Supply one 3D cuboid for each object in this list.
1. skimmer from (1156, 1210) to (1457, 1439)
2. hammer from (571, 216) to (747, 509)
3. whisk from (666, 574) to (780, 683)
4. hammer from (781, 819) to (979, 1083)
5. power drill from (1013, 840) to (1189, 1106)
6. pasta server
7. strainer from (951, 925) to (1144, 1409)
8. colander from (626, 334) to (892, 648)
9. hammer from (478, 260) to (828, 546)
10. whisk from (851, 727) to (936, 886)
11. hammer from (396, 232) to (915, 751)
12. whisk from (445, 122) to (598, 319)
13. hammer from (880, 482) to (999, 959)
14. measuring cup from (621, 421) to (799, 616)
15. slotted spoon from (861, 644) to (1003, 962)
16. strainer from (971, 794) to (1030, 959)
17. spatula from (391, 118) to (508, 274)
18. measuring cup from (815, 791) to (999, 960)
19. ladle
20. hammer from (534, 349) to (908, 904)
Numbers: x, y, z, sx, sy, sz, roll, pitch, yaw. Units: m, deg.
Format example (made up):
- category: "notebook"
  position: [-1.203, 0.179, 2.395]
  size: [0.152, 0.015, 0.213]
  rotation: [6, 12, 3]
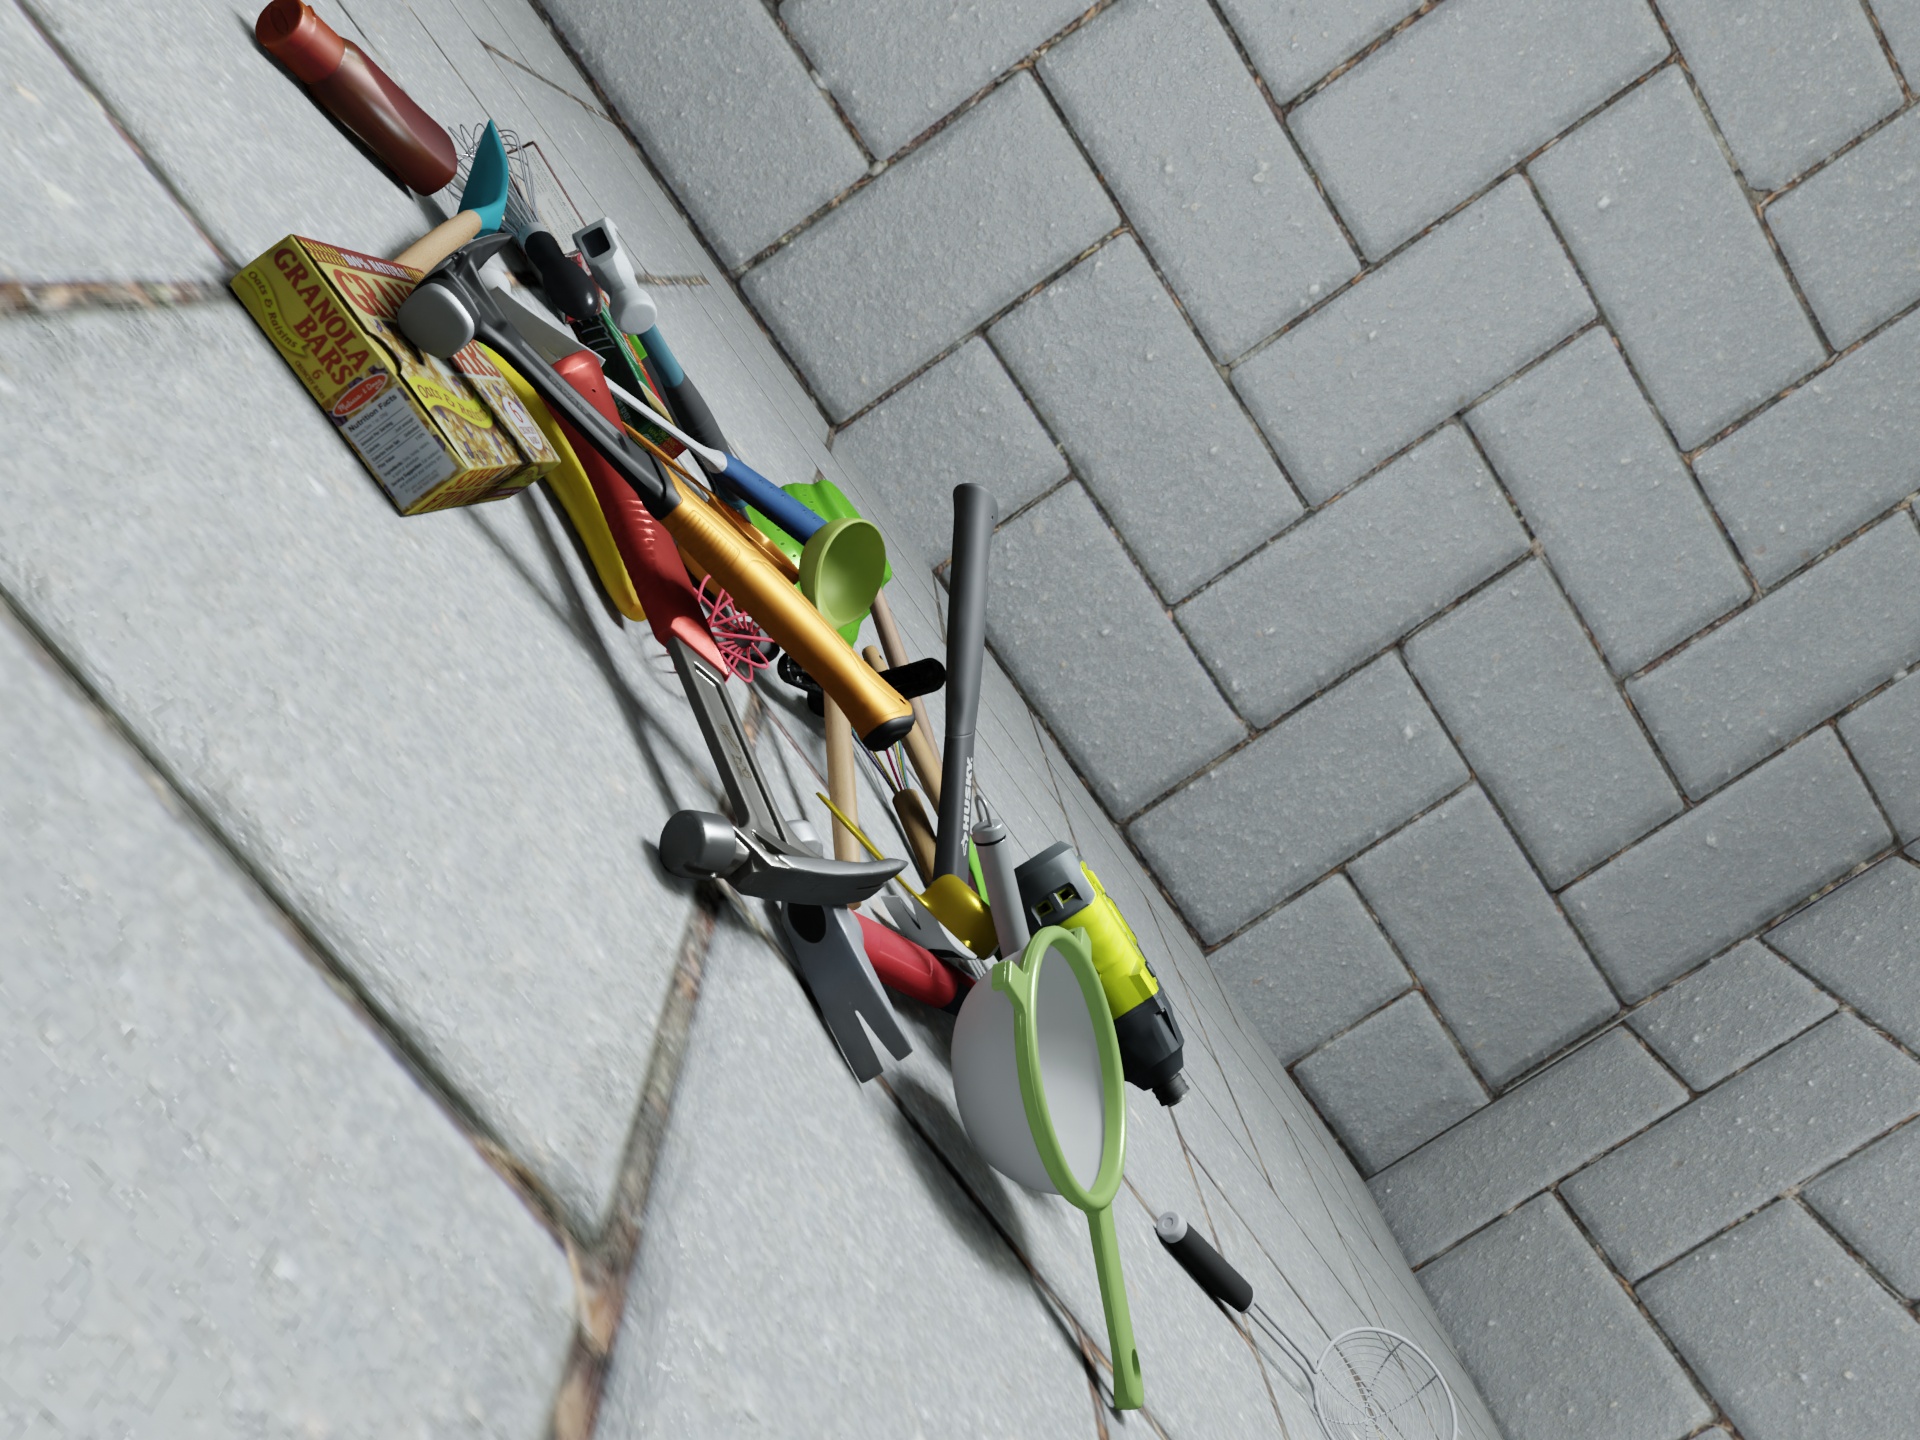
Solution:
- category: "skimmer"
  position: [0.283, 0.491, 1.276]
  size: [0.363, 0.090, 0.127]
  rotation: [49, 40, -30]
- category: "hammer"
  position: [-0.219, -0.258, 1.226]
  size: [0.128, 0.033, 0.330]
  rotation: [61, -3, 25]
- category: "whisk"
  position: [-0.144, -0.055, 1.041]
  size: [0.073, 0.073, 0.296]
  rotation: [56, 0, -1]
- category: "hammer"
  position: [-0.006, 0.174, 0.974]
  size: [0.143, 0.038, 0.386]
  rotation: [60, 8, 27]
- category: "power drill"
  position: [0.089, 0.168, 1.054]
  size: [0.171, 0.080, 0.223]
  rotation: [58, -1, 6]
- category: "pasta server"
  position: [-0.021, 0.020, 1.341]
  size: [0.060, 0.040, 0.316]
  rotation: [179, -109, -83]
- category: "strainer"
  position: [0.045, 0.242, 0.856]
  size: [0.151, 0.069, 0.256]
  rotation: [-1, 80, -70]
- category: "colander"
  position: [-0.172, -0.220, 1.466]
  size: [0.397, 0.094, 0.204]
  rotation: [57, 6, 7]
- category: "hammer"
  position: [-0.179, -0.185, 1.130]
  size: [0.144, 0.035, 0.405]
  rotation: [42, 6, 36]
- category: "whisk"
  position: [-0.049, 0.046, 1.292]
  size: [0.245, 0.051, 0.047]
  rotation: [65, 5, 38]
- category: "hammer"
  position: [-0.142, -0.107, 0.825]
  size: [0.336, 0.034, 0.127]
  rotation: [46, 18, -23]
- category: "whisk"
  position: [-0.313, -0.357, 1.136]
  size: [0.285, 0.070, 0.070]
  rotation: [53, 3, 40]
- category: "hammer"
  position: [-0.002, -0.004, 1.111]
  size: [0.146, 0.035, 0.335]
  rotation: [30, 61, -66]
- category: "measuring cup"
  position: [-0.195, -0.143, 1.155]
  size: [0.173, 0.052, 0.095]
  rotation: [41, 5, 1]
- category: "slotted spoon"
  position: [-0.009, 0.072, 1.245]
  size: [0.314, 0.031, 0.070]
  rotation: [63, 16, 21]
- category: "strainer"
  position: [0.037, 0.164, 0.949]
  size: [0.087, 0.050, 0.258]
  rotation: [-149, -137, -69]
- category: "spatula"
  position: [-0.328, -0.313, 1.004]
  size: [0.044, 0.082, 0.318]
  rotation: [23, 25, -13]
- category: "measuring cup"
  position: [-0.028, 0.087, 0.968]
  size: [0.156, 0.029, 0.062]
  rotation: [47, -4, -24]
- category: "ladle"
  position: [-0.071, -0.013, 1.057]
  size: [0.078, 0.062, 0.321]
  rotation: [65, 13, -48]
- category: "hammer"
  position: [-0.148, -0.060, 0.851]
  size: [0.149, 0.036, 0.359]
  rotation: [15, 41, -52]
